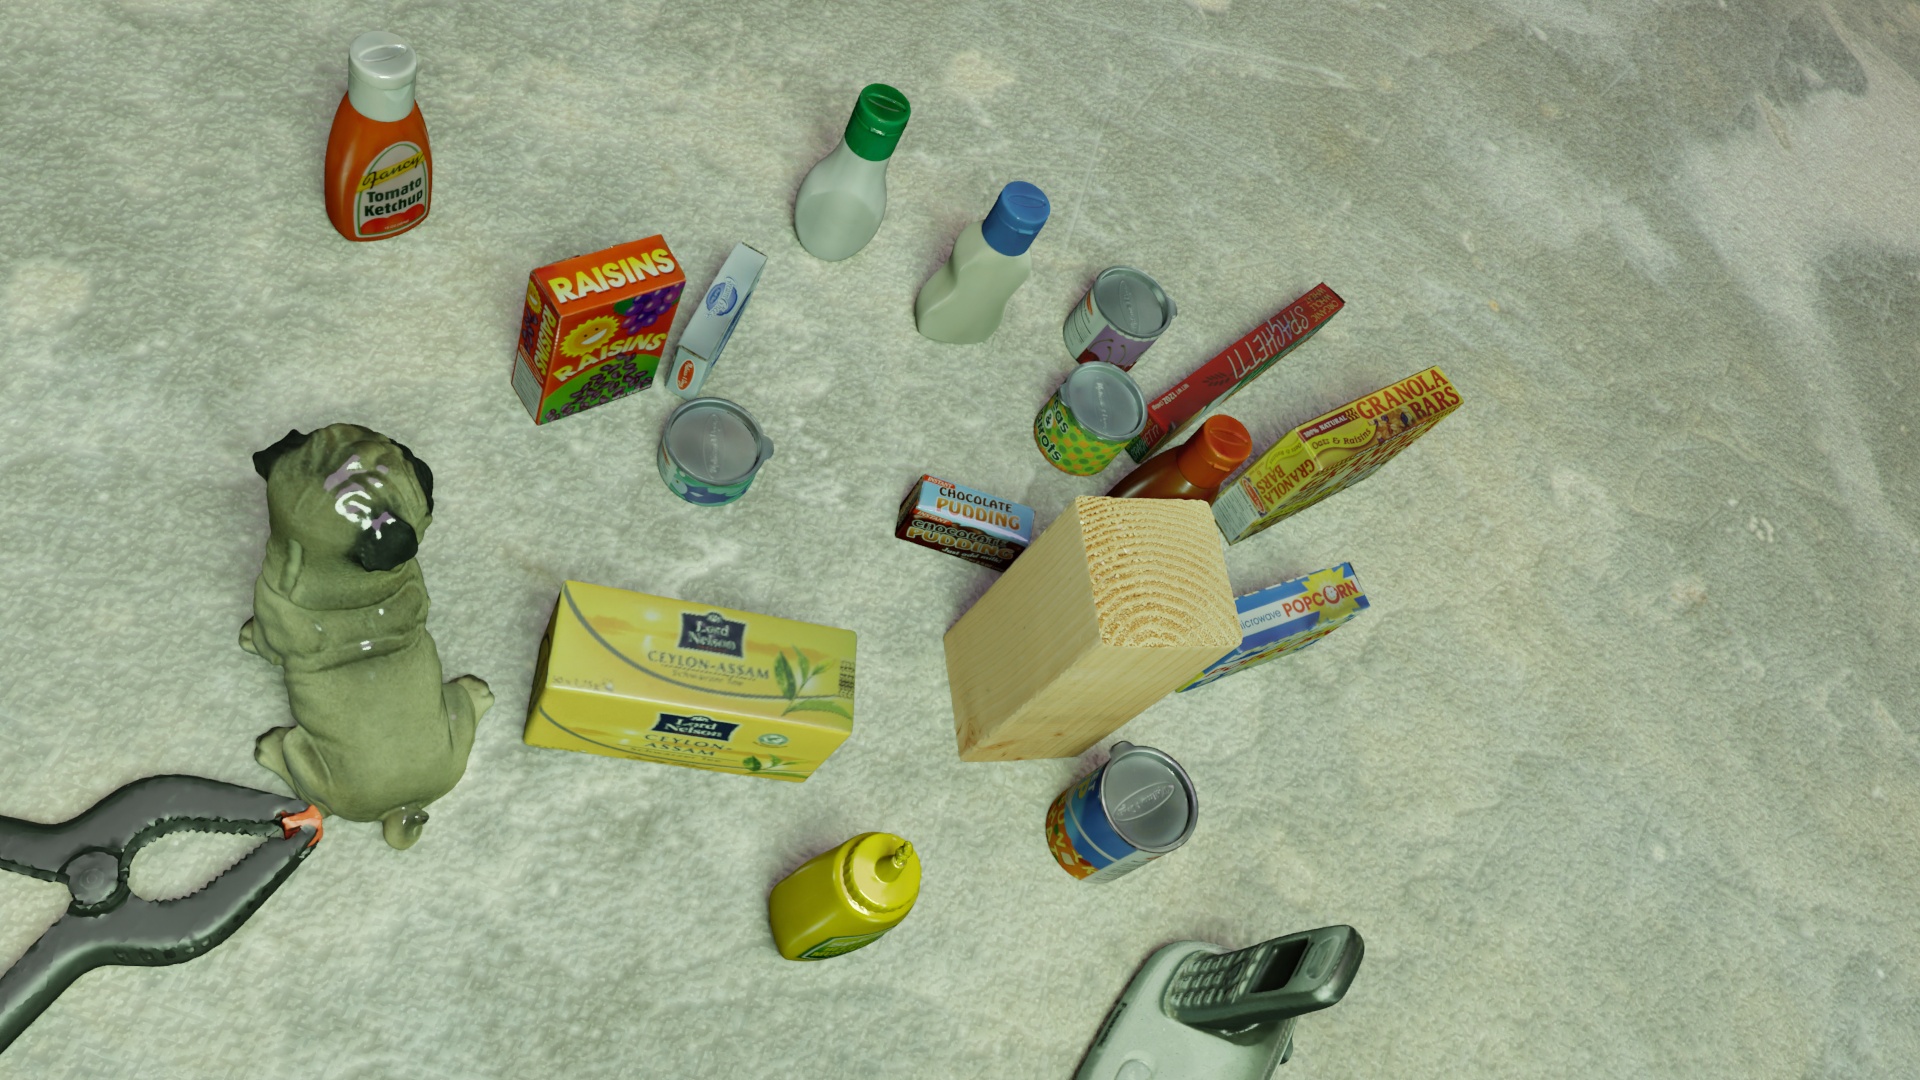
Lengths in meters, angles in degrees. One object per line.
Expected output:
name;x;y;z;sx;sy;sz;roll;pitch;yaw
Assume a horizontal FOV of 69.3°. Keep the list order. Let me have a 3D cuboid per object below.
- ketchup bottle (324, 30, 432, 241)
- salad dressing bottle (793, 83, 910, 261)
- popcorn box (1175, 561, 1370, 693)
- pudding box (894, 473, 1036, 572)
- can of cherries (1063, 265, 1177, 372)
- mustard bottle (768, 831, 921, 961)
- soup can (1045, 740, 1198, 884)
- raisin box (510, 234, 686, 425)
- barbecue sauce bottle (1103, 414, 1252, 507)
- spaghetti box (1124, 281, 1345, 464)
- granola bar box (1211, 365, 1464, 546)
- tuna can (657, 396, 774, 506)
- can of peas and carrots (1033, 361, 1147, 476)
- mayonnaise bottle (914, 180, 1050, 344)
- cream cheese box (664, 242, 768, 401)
ketchup bottle;-0.356;-0.246;0.850;0.065;0.148;0.043;-31;79;-33
salad dressing bottle;-0.075;-0.258;0.980;0.064;0.147;0.044;17;59;-15
popcorn box;0.211;0.061;0.972;0.127;0.084;0.038;-15;71;-29
pudding box;0.003;-0.012;0.942;0.084;0.049;0.030;18;58;-14
can of cherries;0.123;-0.168;1.072;0.071;0.058;0.072;10;60;-19
mustard bottle;-0.056;0.188;0.742;0.065;0.159;0.049;-5;66;-26
soup can;0.098;0.170;0.865;0.071;0.083;0.071;10;60;-19
raisin box;-0.226;-0.130;0.860;0.086;0.122;0.040;-25;76;-32
barbecue sauce bottle;0.147;-0.034;0.957;0.065;0.147;0.044;16;59;-15
spaghetti box;0.219;-0.137;1.102;0.251;0.050;0.029;-35;82;-34
granola bar box;0.280;-0.065;1.046;0.166;0.123;0.039;-23;75;-31
tuna can;-0.160;-0.057;0.905;0.071;0.032;0.071;10;60;-19
can of peas and carrots;0.092;-0.088;1.016;0.071;0.058;0.071;10;60;-19
mayonnaise bottle;0.018;-0.195;0.987;0.065;0.147;0.041;3;63;-22
cream cheese box;-0.166;-0.148;0.939;0.024;0.053;0.104;27;56;-9
